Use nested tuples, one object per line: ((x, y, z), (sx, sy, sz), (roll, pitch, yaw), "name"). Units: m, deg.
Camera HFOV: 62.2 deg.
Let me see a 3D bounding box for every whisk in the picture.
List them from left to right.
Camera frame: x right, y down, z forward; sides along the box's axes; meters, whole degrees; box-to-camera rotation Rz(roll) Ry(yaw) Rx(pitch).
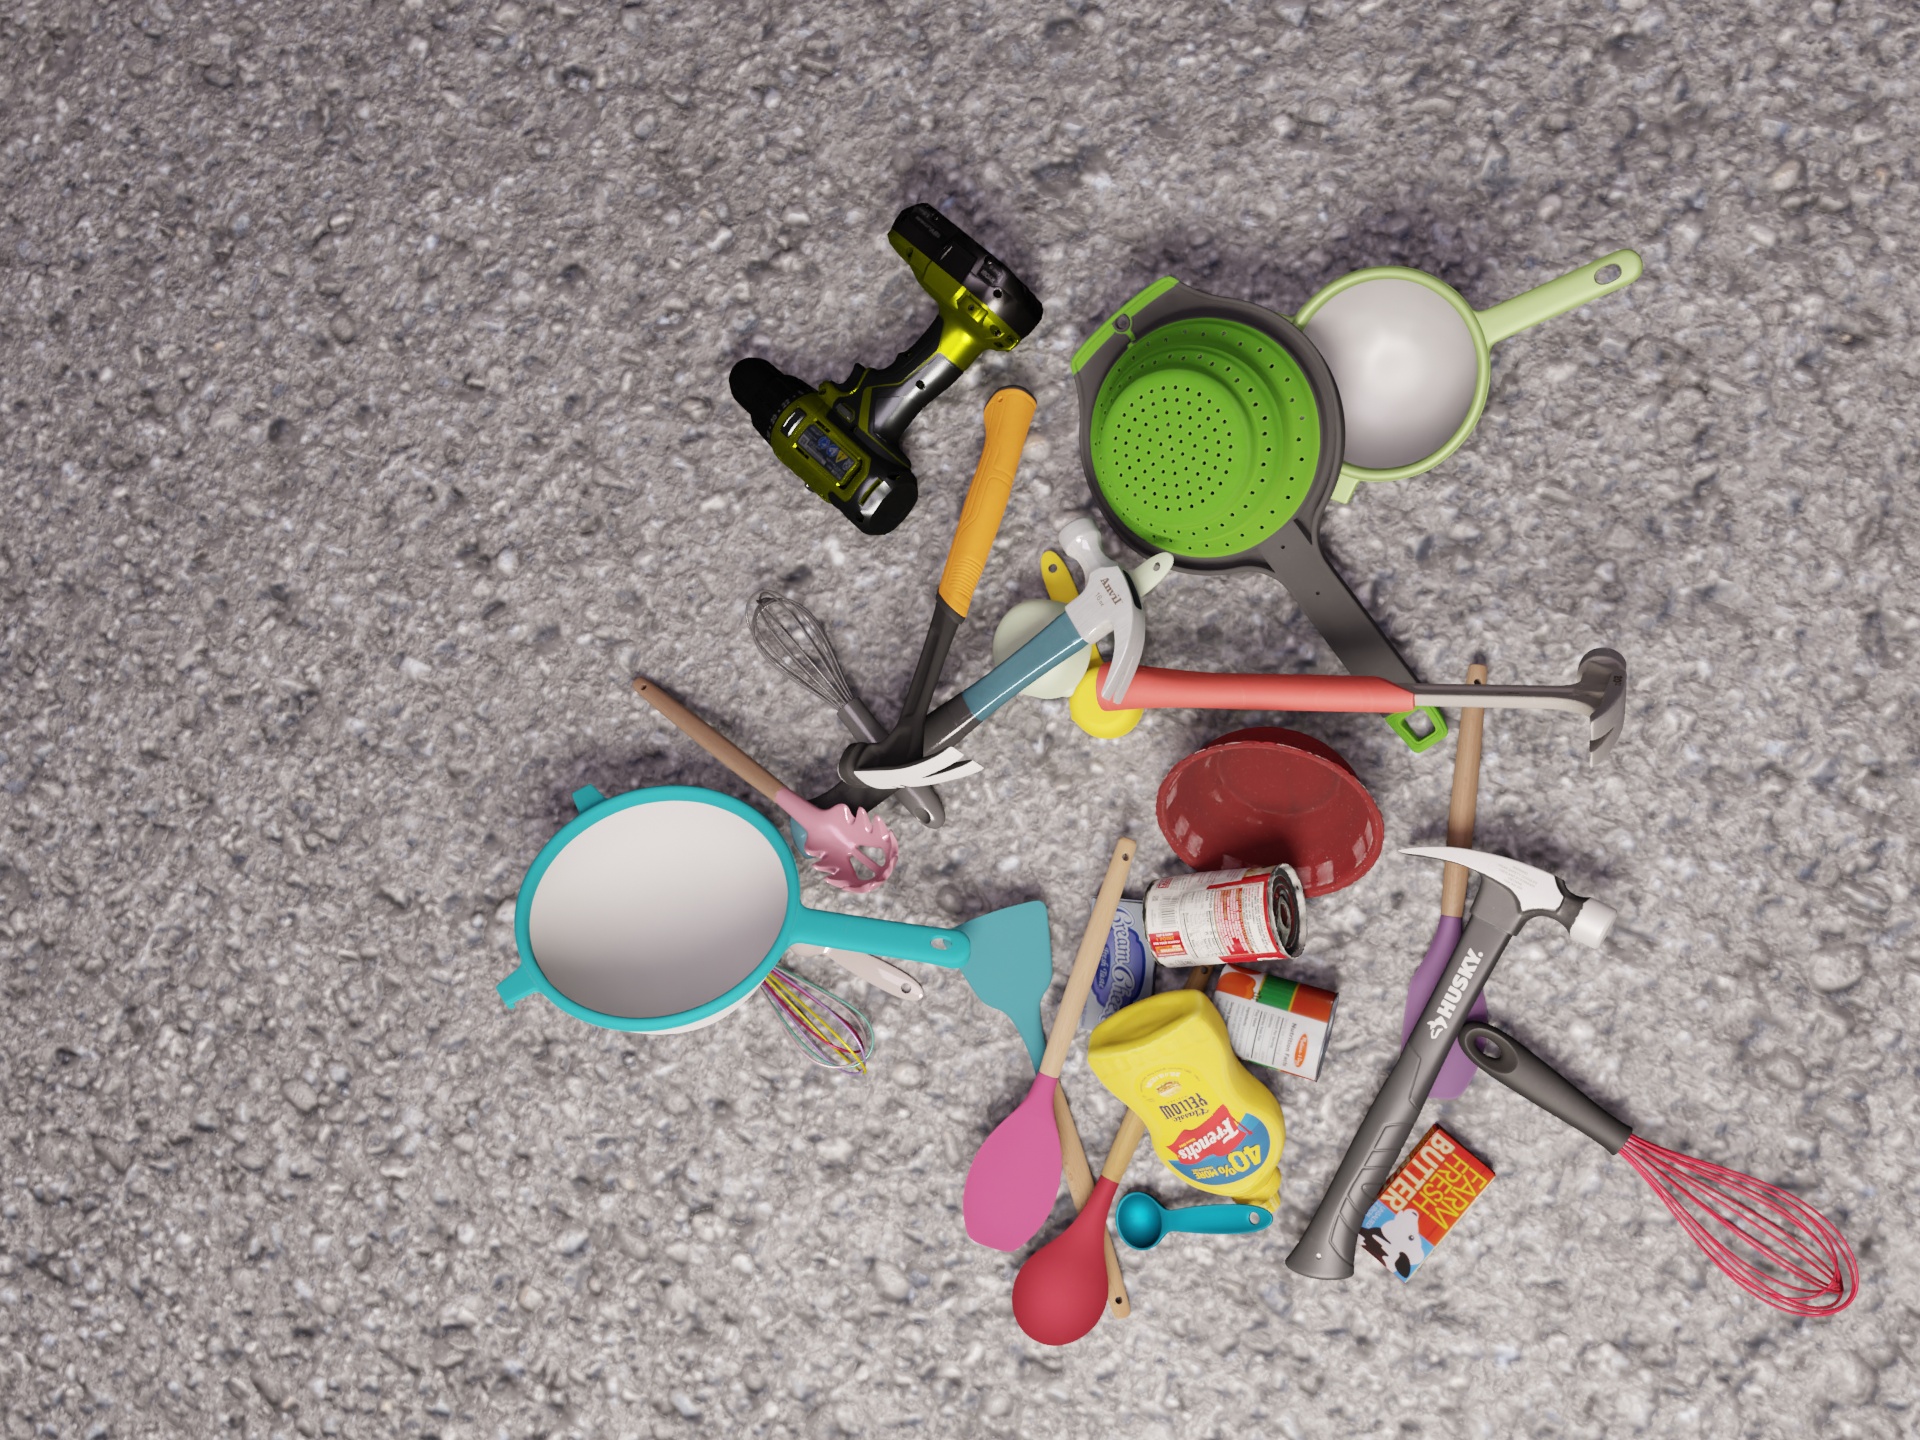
((-0.161, 0.194, 1.265), (0.245, 0.047, 0.051), (40, 97, 16), "whisk")
((-0.091, -0.008, 1.260), (0.055, 0.055, 0.239), (-40, 83, 8), "whisk")
((0.473, 0.301, 1.093), (0.296, 0.073, 0.073), (35, 95, 17), "whisk")

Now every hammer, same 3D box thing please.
((-0.002, -0.004, 1.190), (0.331, 0.033, 0.128), (-37, 66, 18), "hammer")
((0.004, -0.107, 1.181), (0.127, 0.034, 0.337), (-7, 58, 47), "hammer")
((0.261, -0.015, 1.089), (0.359, 0.149, 0.036), (2, 111, 27), "hammer")
((0.316, 0.245, 1.123), (0.146, 0.035, 0.335), (28, 95, 26), "hammer")

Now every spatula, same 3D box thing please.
((0.072, 0.297, 1.200), (0.082, 0.044, 0.317), (-18, 84, -3), "spatula")
((0.361, 0.116, 1.154), (0.060, 0.018, 0.316), (6, 89, 6), "spatula")

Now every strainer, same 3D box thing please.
((-0.160, 0.167, 1.203), (0.340, 0.095, 0.211), (8, 52, 6), "strainer")
((0.354, -0.269, 1.131), (0.256, 0.069, 0.151), (-21, 93, 28), "strainer")

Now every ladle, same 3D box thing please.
((0.123, 0.316, 1.179), (0.069, 0.031, 0.315), (25, 84, -1), "ladle")

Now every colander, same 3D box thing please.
((0.215, -0.135, 1.144), (0.204, 0.094, 0.397), (-38, 86, 29), "colander")

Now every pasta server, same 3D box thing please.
((-0.159, 0.041, 1.229), (0.316, 0.040, 0.060), (34, 81, 32), "pasta server")

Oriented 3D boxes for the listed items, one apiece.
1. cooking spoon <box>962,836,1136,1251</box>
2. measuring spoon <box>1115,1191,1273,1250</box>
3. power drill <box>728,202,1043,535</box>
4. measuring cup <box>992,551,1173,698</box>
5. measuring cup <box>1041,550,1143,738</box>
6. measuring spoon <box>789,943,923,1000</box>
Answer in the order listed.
((0.074, 0.239, 1.183), (0.068, 0.017, 0.319), (20, 88, -6), "cooking spoon")
((0.173, 0.365, 1.164), (0.128, 0.021, 0.042), (-13, 74, 34), "measuring spoon")
((-0.064, -0.285, 1.253), (0.191, 0.080, 0.228), (44, 100, 21), "power drill")
((0.088, -0.078, 1.187), (0.167, 0.038, 0.083), (-37, 62, 34), "measuring cup")
((0.093, -0.060, 1.223), (0.062, 0.029, 0.156), (-23, 83, 11), "measuring cup")
((-0.085, 0.191, 1.258), (0.124, 0.018, 0.034), (25, 92, 13), "measuring spoon")
